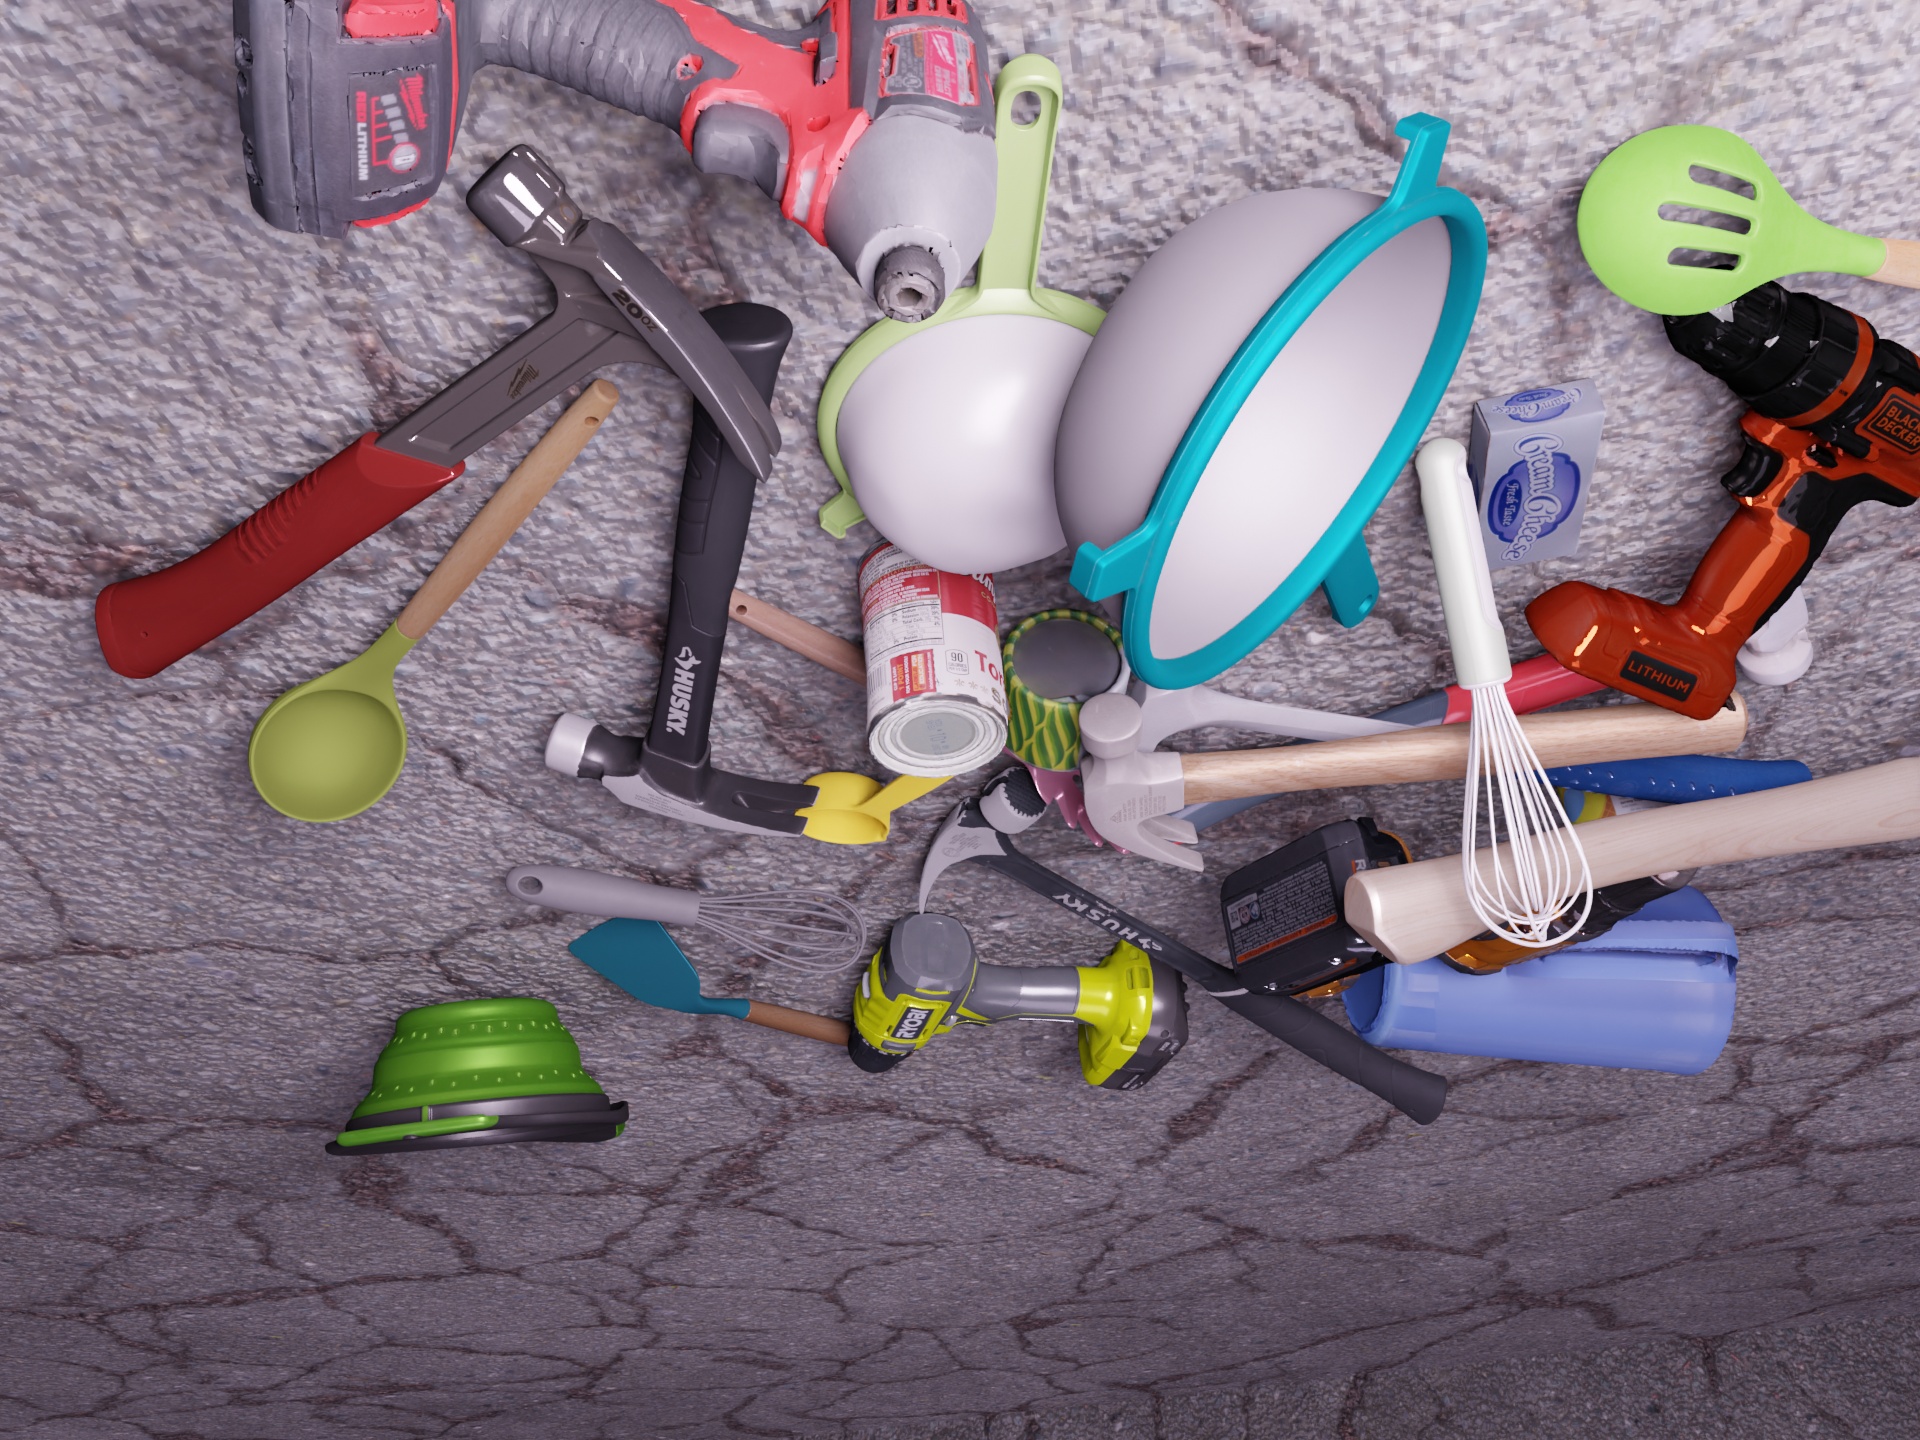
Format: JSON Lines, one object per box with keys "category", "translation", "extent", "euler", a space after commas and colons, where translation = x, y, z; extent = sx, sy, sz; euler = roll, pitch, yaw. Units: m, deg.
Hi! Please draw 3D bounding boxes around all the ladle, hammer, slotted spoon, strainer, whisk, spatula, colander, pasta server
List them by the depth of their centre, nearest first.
{"category": "strainer", "translation": [0.018, -0.137, 0.641], "extent": [0.151, 0.069, 0.256], "euler": [-1, 148, -5]}
{"category": "slotted spoon", "translation": [0.390, -0.187, 0.644], "extent": [0.313, 0.031, 0.070], "euler": [2, 104, -18]}
{"category": "strainer", "translation": [0.123, -0.110, 0.675], "extent": [0.211, 0.095, 0.340], "euler": [-53, 158, 3]}
{"category": "hammer", "translation": [-0.250, -0.091, 0.681], "extent": [0.359, 0.037, 0.149], "euler": [-24, 123, 30]}
{"category": "whisk", "translation": [0.249, -0.011, 0.746], "extent": [0.059, 0.246, 0.058], "euler": [-9, -172, 34]}
{"category": "hammer", "translation": [-0.117, -0.056, 0.752], "extent": [0.146, 0.035, 0.334], "euler": [20, 140, -1]}
{"category": "ladle", "translation": [-0.248, -0.049, 0.753], "extent": [0.078, 0.062, 0.320], "euler": [15, 139, -40]}
{"category": "hammer", "translation": [0.227, 0.020, 0.811], "extent": [0.331, 0.031, 0.129], "euler": [-6, 143, 3]}
{"category": "hammer", "translation": [0.392, 0.052, 0.846], "extent": [0.410, 0.146, 0.038], "euler": [-9, -173, -16]}
{"category": "pasta server", "translation": [-0.001, -0.003, 0.868], "extent": [0.316, 0.040, 0.060], "euler": [26, 98, -35]}
{"category": "hammer", "translation": [0.281, 0.018, 0.870], "extent": [0.405, 0.035, 0.144], "euler": [8, 142, -15]}
{"category": "hammer", "translation": [0.264, -0.009, 0.893], "extent": [0.386, 0.038, 0.143], "euler": [-21, 142, 23]}
{"category": "whisk", "translation": [-0.174, 0.125, 1.031], "extent": [0.239, 0.055, 0.055], "euler": [12, 143, -17]}
{"category": "hammer", "translation": [0.156, 0.166, 1.036], "extent": [0.408, 0.036, 0.149], "euler": [31, 140, -15]}
{"category": "spatula", "translation": [-0.142, 0.208, 1.180], "extent": [0.082, 0.044, 0.317], "euler": [-28, 145, 30]}
{"category": "colander", "translation": [-0.332, 0.271, 1.206], "extent": [0.204, 0.094, 0.396], "euler": [-8, 164, 4]}

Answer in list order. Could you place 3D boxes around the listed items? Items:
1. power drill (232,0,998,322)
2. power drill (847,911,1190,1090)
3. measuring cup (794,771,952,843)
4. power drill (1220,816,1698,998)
{"category": "power drill", "translation": [-0.094, -0.189, 0.486], "extent": [0.219, 0.143, 0.078], "euler": [7, 142, -14]}
{"category": "power drill", "translation": [0.034, 0.215, 1.165], "extent": [0.228, 0.080, 0.190], "euler": [8, 144, -14]}
{"category": "measuring cup", "translation": [-0.041, 0.034, 0.905], "extent": [0.062, 0.029, 0.156], "euler": [20, 148, -30]}
{"category": "power drill", "translation": [0.290, 0.102, 0.916], "extent": [0.226, 0.084, 0.185], "euler": [2, 157, -27]}
